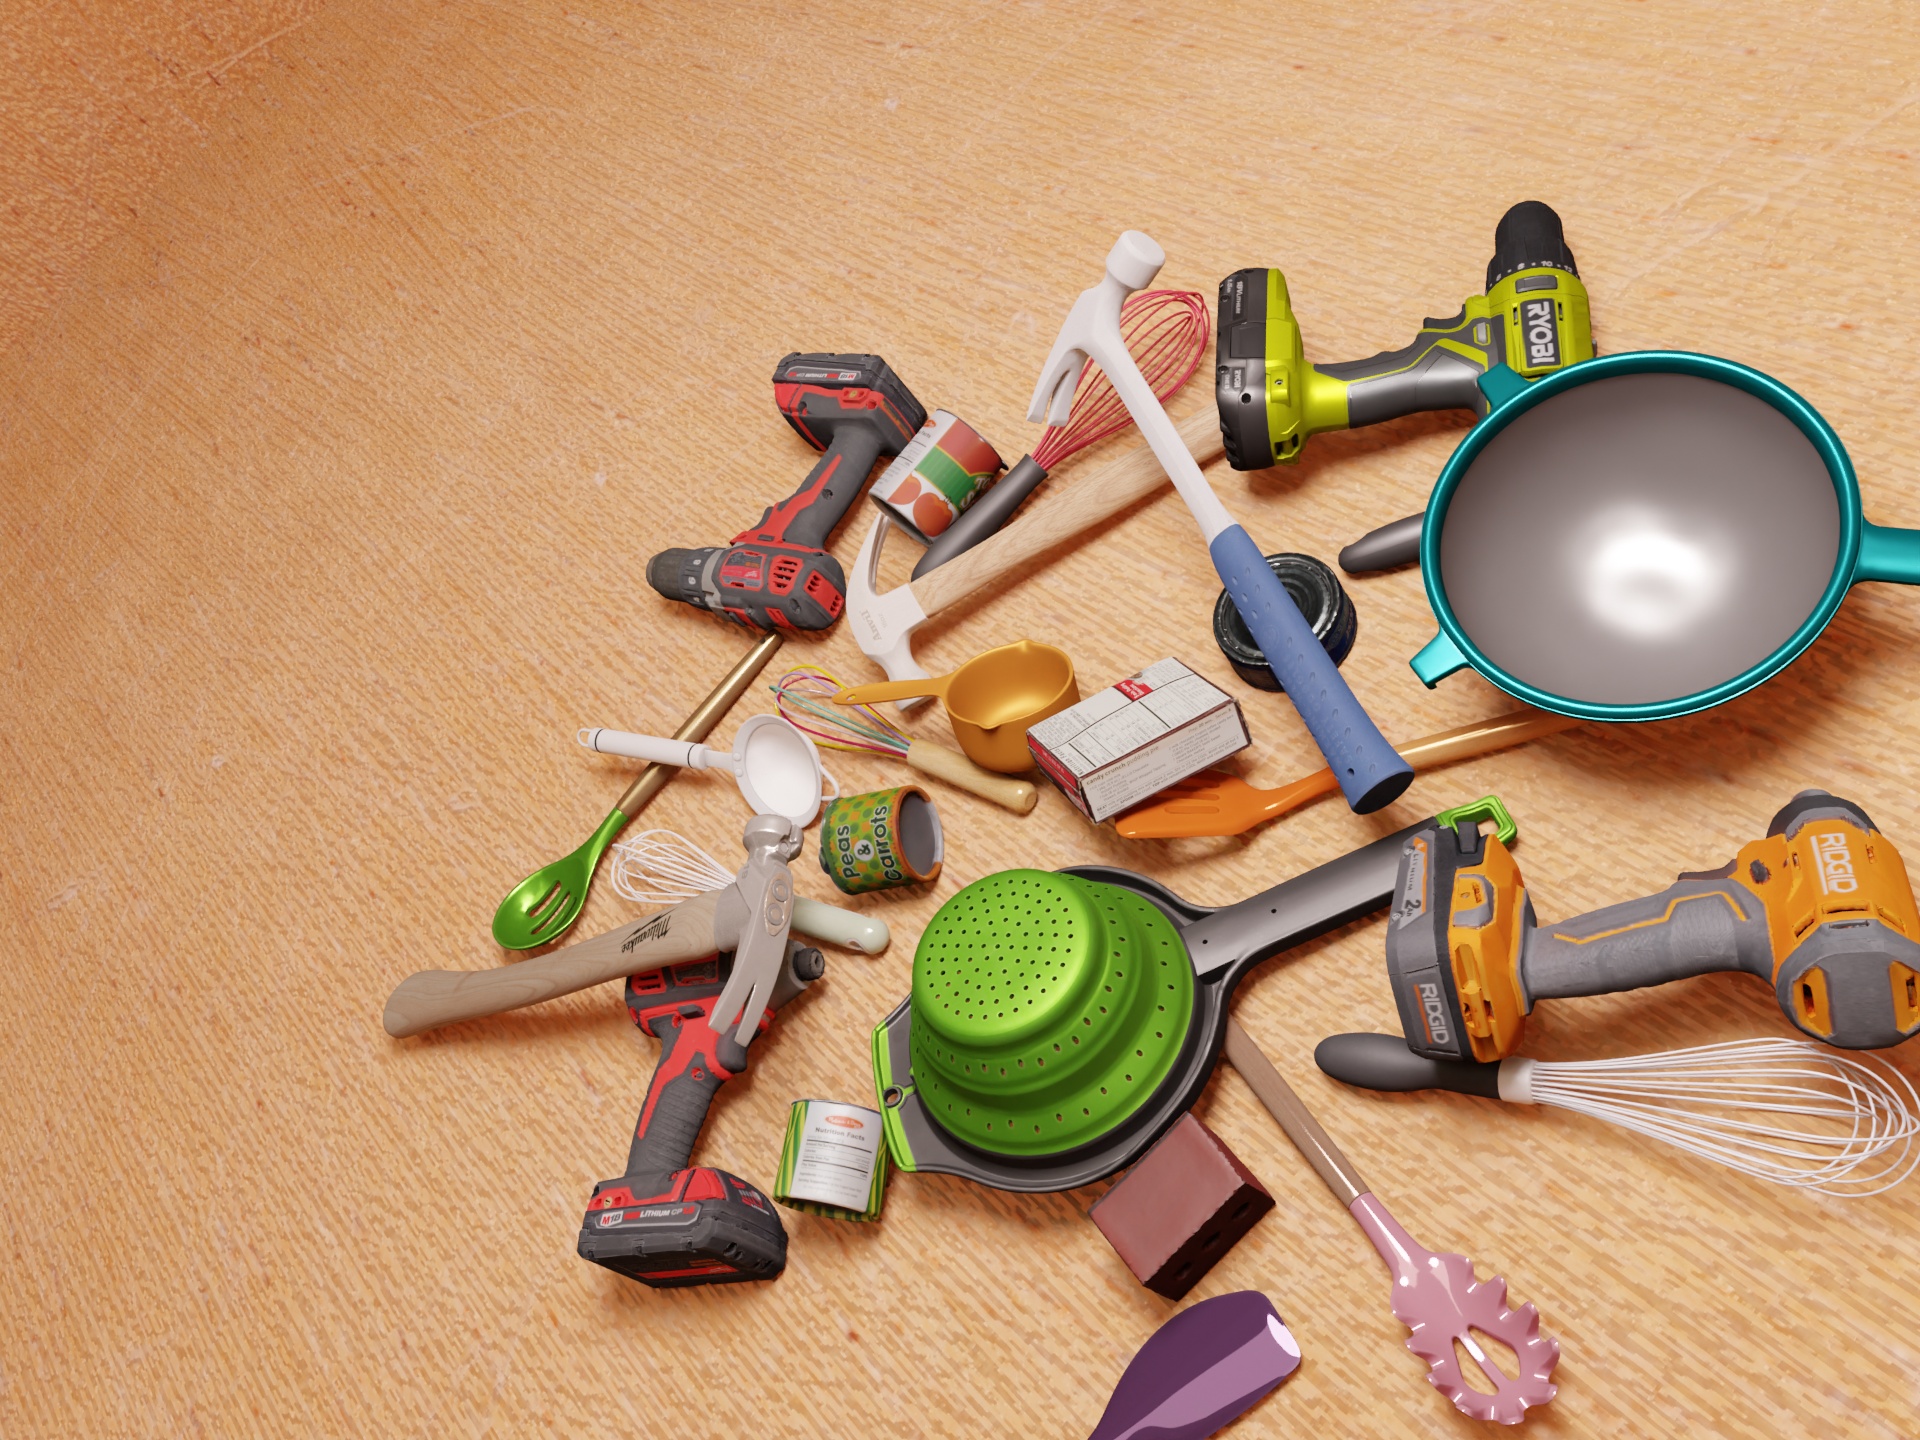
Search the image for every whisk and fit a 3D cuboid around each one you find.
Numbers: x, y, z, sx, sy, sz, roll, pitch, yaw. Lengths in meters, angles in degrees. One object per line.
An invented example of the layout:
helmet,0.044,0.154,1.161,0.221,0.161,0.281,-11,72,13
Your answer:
whisk,0.341,-0.131,0.953,0.239,0.055,0.055,-18,54,27
whisk,0.069,-0.201,1.158,0.296,0.073,0.073,-45,48,6
whisk,-0.150,0.120,1.103,0.246,0.057,0.059,12,61,32
whisk,0.306,0.181,0.776,0.285,0.070,0.070,-1,61,37
whisk,-0.046,0.012,1.107,0.245,0.051,0.047,22,69,36

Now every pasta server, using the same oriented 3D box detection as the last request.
pasta server,0.191,0.226,0.828,0.060,0.040,0.317,-33,47,-5

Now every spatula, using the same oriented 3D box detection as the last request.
spatula,0.246,0.017,0.920,0.322,0.041,0.081,-17,29,20
spatula,0.039,0.401,0.826,0.316,0.018,0.060,-39,48,4

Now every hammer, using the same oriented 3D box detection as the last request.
hammer,0.068,-0.143,1.115,0.331,0.031,0.130,-30,83,6
hammer,0.154,-0.115,0.972,0.144,0.035,0.406,-53,49,39
hammer,-0.270,0.178,1.083,0.410,0.038,0.146,-20,46,36

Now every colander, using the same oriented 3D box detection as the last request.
colander,0.112,0.116,0.884,0.397,0.094,0.205,-26,44,9

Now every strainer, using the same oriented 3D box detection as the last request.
strainer,0.418,-0.076,0.825,0.340,0.095,0.211,10,75,29
strainer,-0.183,0.026,1.167,0.258,0.050,0.086,8,111,29

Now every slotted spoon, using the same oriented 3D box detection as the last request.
slotted spoon,-0.239,0.052,1.213,0.070,0.031,0.314,34,81,40

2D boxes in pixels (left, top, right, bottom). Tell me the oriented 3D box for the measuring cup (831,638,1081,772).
measuring cup,-0.002,-0.003,1.062,0.173,0.052,0.095,-4,37,24

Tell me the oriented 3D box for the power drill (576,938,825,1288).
power drill,-0.159,0.239,1.016,0.143,0.078,0.220,-14,52,25

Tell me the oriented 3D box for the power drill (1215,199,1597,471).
power drill,0.284,-0.245,1.021,0.228,0.080,0.191,-3,61,17

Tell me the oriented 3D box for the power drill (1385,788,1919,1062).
power drill,0.334,0.092,0.775,0.226,0.084,0.164,-9,25,26

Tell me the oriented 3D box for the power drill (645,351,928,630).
power drill,-0.142,-0.177,1.261,0.188,0.080,0.227,10,69,36
